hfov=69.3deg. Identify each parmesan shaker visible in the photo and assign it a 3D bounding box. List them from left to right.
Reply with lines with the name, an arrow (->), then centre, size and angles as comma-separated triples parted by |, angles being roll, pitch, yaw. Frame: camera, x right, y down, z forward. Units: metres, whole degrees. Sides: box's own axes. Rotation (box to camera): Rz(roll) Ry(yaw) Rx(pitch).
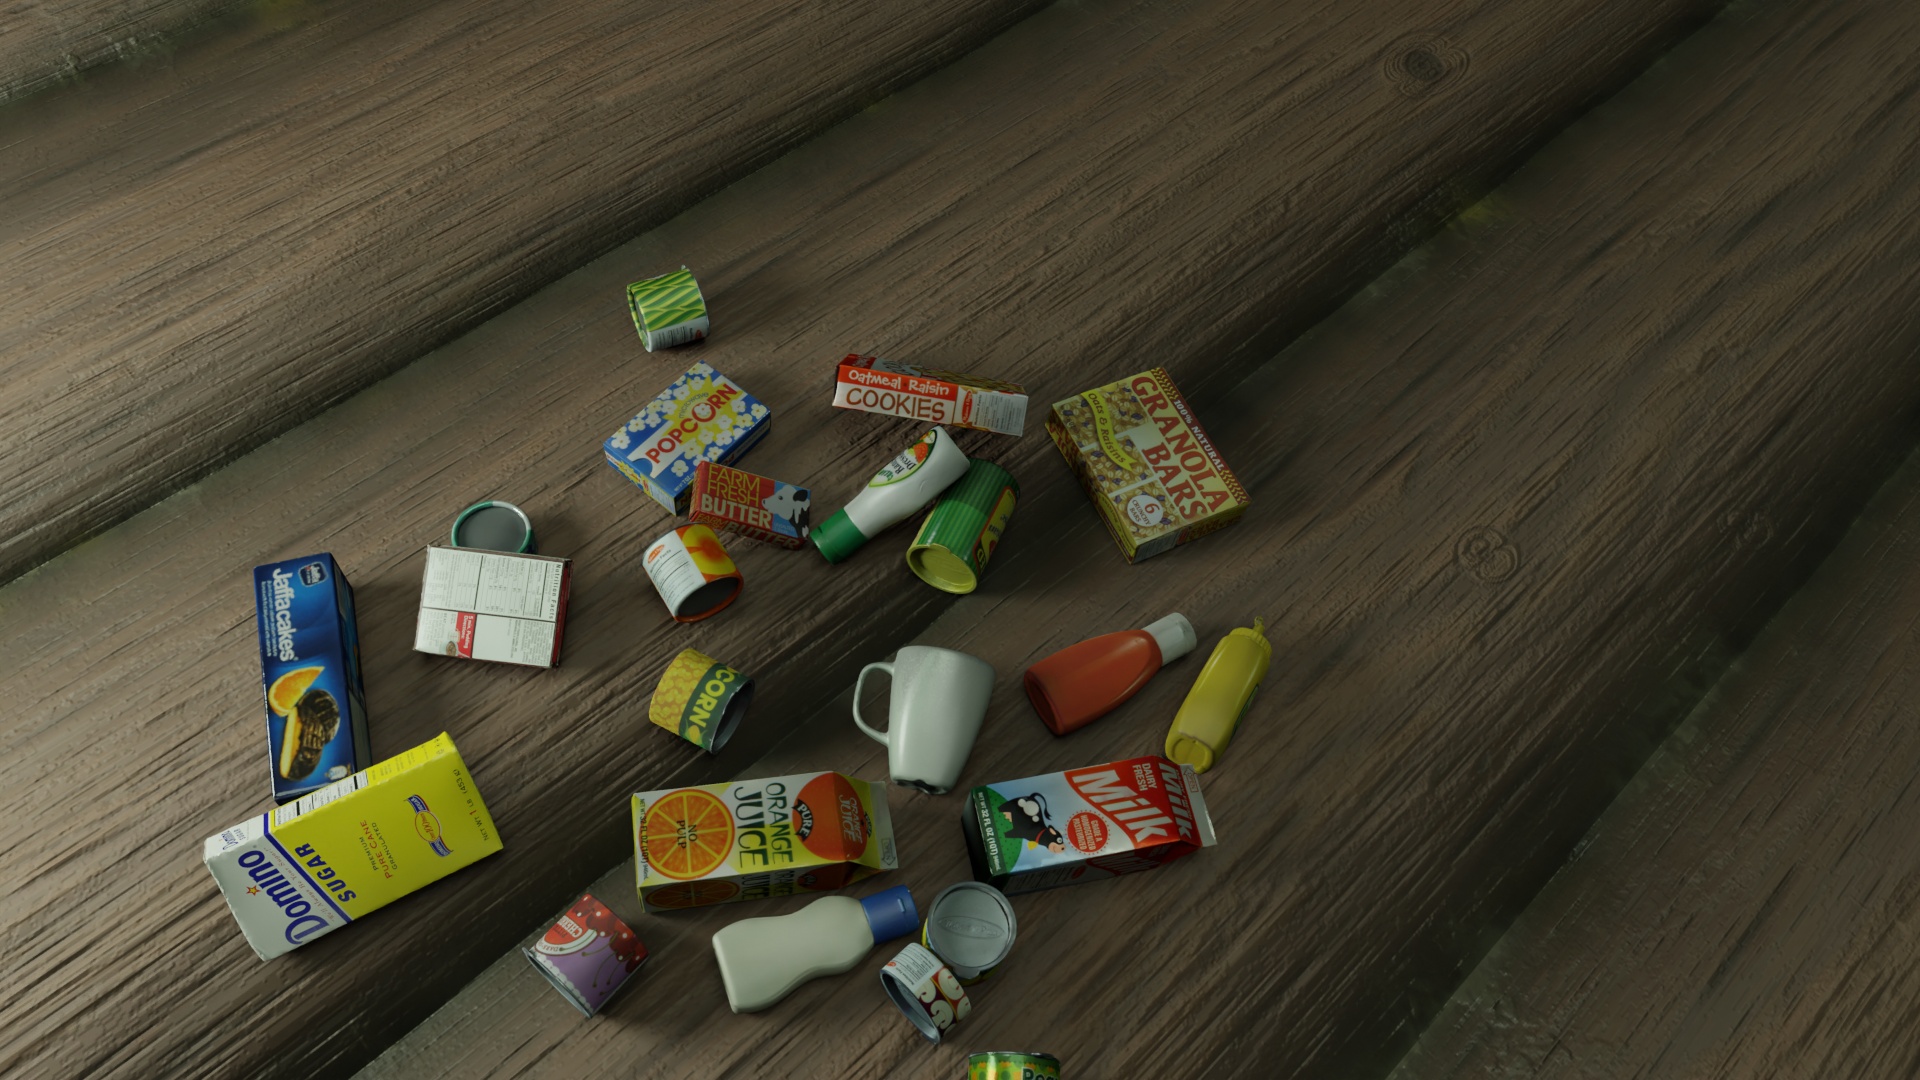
parmesan shaker -> 0.004, -0.015, 1.209 | 0.071, 0.071, 0.103 | 24, 60, 6

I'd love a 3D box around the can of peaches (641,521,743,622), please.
can of peaches -> -0.221, 0.027, 1.158 | 0.071, 0.071, 0.058 | -27, 67, -21

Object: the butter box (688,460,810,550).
butter box -> -0.181, -0.030, 1.198 | 0.103, 0.024, 0.053 | 15, 56, -27

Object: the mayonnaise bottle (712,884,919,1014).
mayonnaise bottle -> -0.105, 0.297, 1.031 | 0.148, 0.041, 0.065 | -15, 65, -17

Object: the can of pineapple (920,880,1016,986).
can of pineapple -> 0.004, 0.296, 1.036 | 0.071, 0.057, 0.071 | 3, 60, -6

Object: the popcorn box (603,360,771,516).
popcorn box -> -0.242, -0.093, 1.239 | 0.085, 0.038, 0.127 | 37, 61, 12

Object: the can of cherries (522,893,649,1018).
can of cherries -> -0.267, 0.295, 0.992 | 0.071, 0.071, 0.058 | 38, 62, 14

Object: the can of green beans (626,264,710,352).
can of green beans -> -0.271, -0.214, 1.289 | 0.058, 0.071, 0.071 | -20, 65, -18

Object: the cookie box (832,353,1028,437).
cookie box -> -0.026, -0.133, 1.248 | 0.167, 0.123, 0.040 | 10, 101, -2

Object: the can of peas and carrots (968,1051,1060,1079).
can of peas and carrots -> 0.039, 0.395, 0.977 | 0.071, 0.070, 0.059 | 6, 60, -4

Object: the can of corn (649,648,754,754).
can of corn -> -0.205, 0.126, 1.099 | 0.058, 0.070, 0.071 | 26, 60, 8

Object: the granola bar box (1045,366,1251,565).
granola bar box -> 0.172, -0.073, 1.286 | 0.124, 0.039, 0.166 | -21, 65, -19

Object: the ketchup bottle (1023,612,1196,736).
ketchup bottle -> 0.130, 0.106, 1.173 | 0.149, 0.043, 0.065 | -24, 67, -20

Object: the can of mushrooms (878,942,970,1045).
can of mushrooms -> -0.025, 0.330, 1.010 | 0.033, 0.070, 0.071 | -37, 71, -26

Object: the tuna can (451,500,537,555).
tuna can -> -0.393, 0.003, 1.165 | 0.071, 0.032, 0.071 | 4, 59, -6

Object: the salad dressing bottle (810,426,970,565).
salad dressing bottle -> -0.062, -0.037, 1.200 | 0.147, 0.044, 0.064 | -39, 27, 1

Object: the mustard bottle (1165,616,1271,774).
mustard bottle -> 0.225, 0.120, 1.168 | 0.049, 0.065, 0.161 | 29, 56, 13

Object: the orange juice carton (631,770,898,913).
orange juice carton -> -0.147, 0.225, 1.048 | 0.193, 0.072, 0.072 | -5, 61, -11

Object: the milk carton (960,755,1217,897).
milk carton -> 0.103, 0.221, 1.085 | 0.191, 0.073, 0.072 | -7, 61, -12
